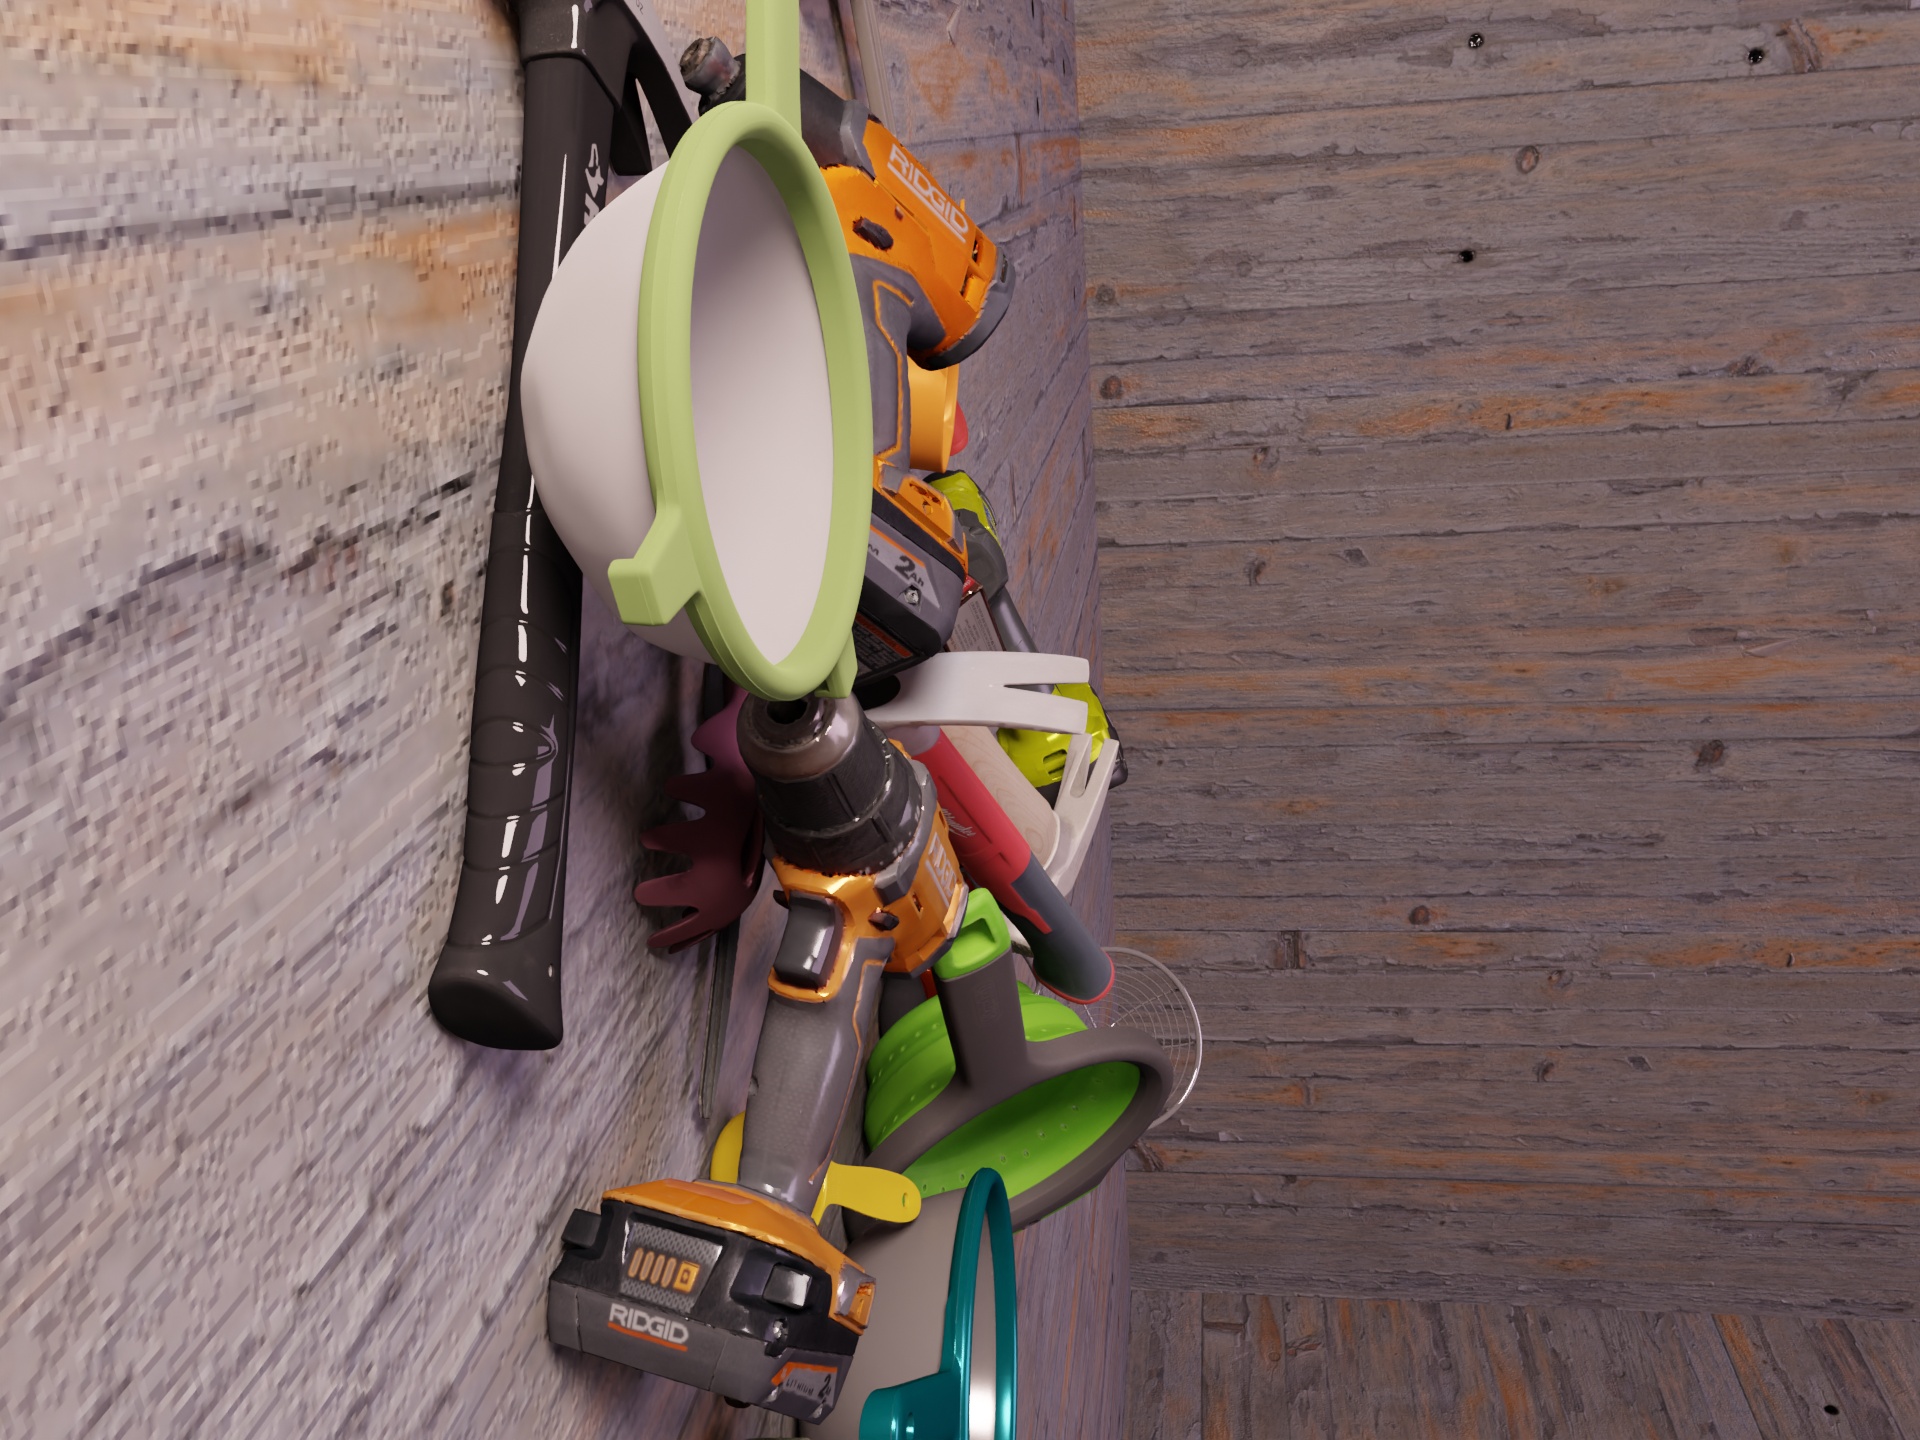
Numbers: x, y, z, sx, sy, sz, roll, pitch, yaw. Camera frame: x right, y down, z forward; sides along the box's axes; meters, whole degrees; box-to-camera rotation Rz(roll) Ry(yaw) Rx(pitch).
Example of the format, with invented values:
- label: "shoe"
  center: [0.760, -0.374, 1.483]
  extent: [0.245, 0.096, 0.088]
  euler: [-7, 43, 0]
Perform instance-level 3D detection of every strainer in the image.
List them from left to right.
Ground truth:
- label: "strainer"
  center: [-0.075, -0.132, 0.423]
  extent: [0.151, 0.069, 0.256]
  euler: [24, 65, -76]
- label: "strainer"
  center: [-0.037, 0.309, 0.726]
  extent: [0.340, 0.095, 0.211]
  euler: [64, 26, -69]

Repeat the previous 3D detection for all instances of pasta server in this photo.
- label: "pasta server"
  center: [-0.092, -0.068, 0.625]
  extent: [0.060, 0.040, 0.316]
  euler: [59, 30, -72]

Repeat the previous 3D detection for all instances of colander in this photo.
- label: "colander"
  center: [0.004, 0.168, 0.848]
  extent: [0.095, 0.204, 0.396]
  euler: [58, -13, 34]

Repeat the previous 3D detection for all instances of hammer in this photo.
- label: "hammer"
  center: [-0.119, -0.075, 0.462]
  extent: [0.146, 0.035, 0.335]
  euler: [48, 42, -75]
- label: "hammer"
  center: [-0.038, -0.308, 0.977]
  extent: [0.358, 0.037, 0.149]
  euler: [79, 14, -45]
- label: "hammer"
  center: [-0.001, -0.003, 0.820]
  extent: [0.146, 0.038, 0.410]
  euler: [-68, 153, -17]
- label: "hammer"
  center: [0.035, 0.069, 0.777]
  extent: [0.385, 0.143, 0.038]
  euler: [55, 37, -58]

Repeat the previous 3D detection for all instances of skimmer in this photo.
- label: "skimmer"
  center: [0.049, 0.134, 1.018]
  extent: [0.127, 0.090, 0.362]
  euler: [-46, 130, -16]

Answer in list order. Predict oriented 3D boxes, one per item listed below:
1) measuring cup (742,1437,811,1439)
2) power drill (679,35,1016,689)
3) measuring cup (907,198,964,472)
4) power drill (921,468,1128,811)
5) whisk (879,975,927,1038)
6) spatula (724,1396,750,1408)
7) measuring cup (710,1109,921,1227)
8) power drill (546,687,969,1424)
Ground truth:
- label: "measuring cup"
  center: [-0.083, 0.371, 0.629]
  extent: [0.083, 0.038, 0.167]
  euler: [33, 59, -79]
- label: "power drill"
  center: [-0.058, -0.143, 0.600]
  extent: [0.164, 0.084, 0.227]
  euler: [36, 48, -37]
- label: "measuring cup"
  center: [-0.027, -0.233, 0.946]
  extent: [0.095, 0.052, 0.174]
  euler: [83, 11, -77]
- label: "power drill"
  center: [0.030, -0.059, 1.076]
  extent: [0.171, 0.080, 0.223]
  euler: [-99, 163, -63]
- label: "whisk"
  center: [-0.034, 0.085, 0.912]
  extent: [0.070, 0.070, 0.284]
  euler: [-71, 163, -64]
- label: "spatula"
  center: [-0.062, 0.165, 0.754]
  extent: [0.318, 0.044, 0.082]
  euler: [-80, 161, -44]
- label: "measuring cup"
  center: [-0.061, 0.205, 0.697]
  extent: [0.156, 0.029, 0.062]
  euler: [42, 44, -58]
- label: "power drill"
  center: [-0.060, 0.106, 0.539]
  extent: [0.185, 0.084, 0.226]
  euler: [72, 32, -61]
